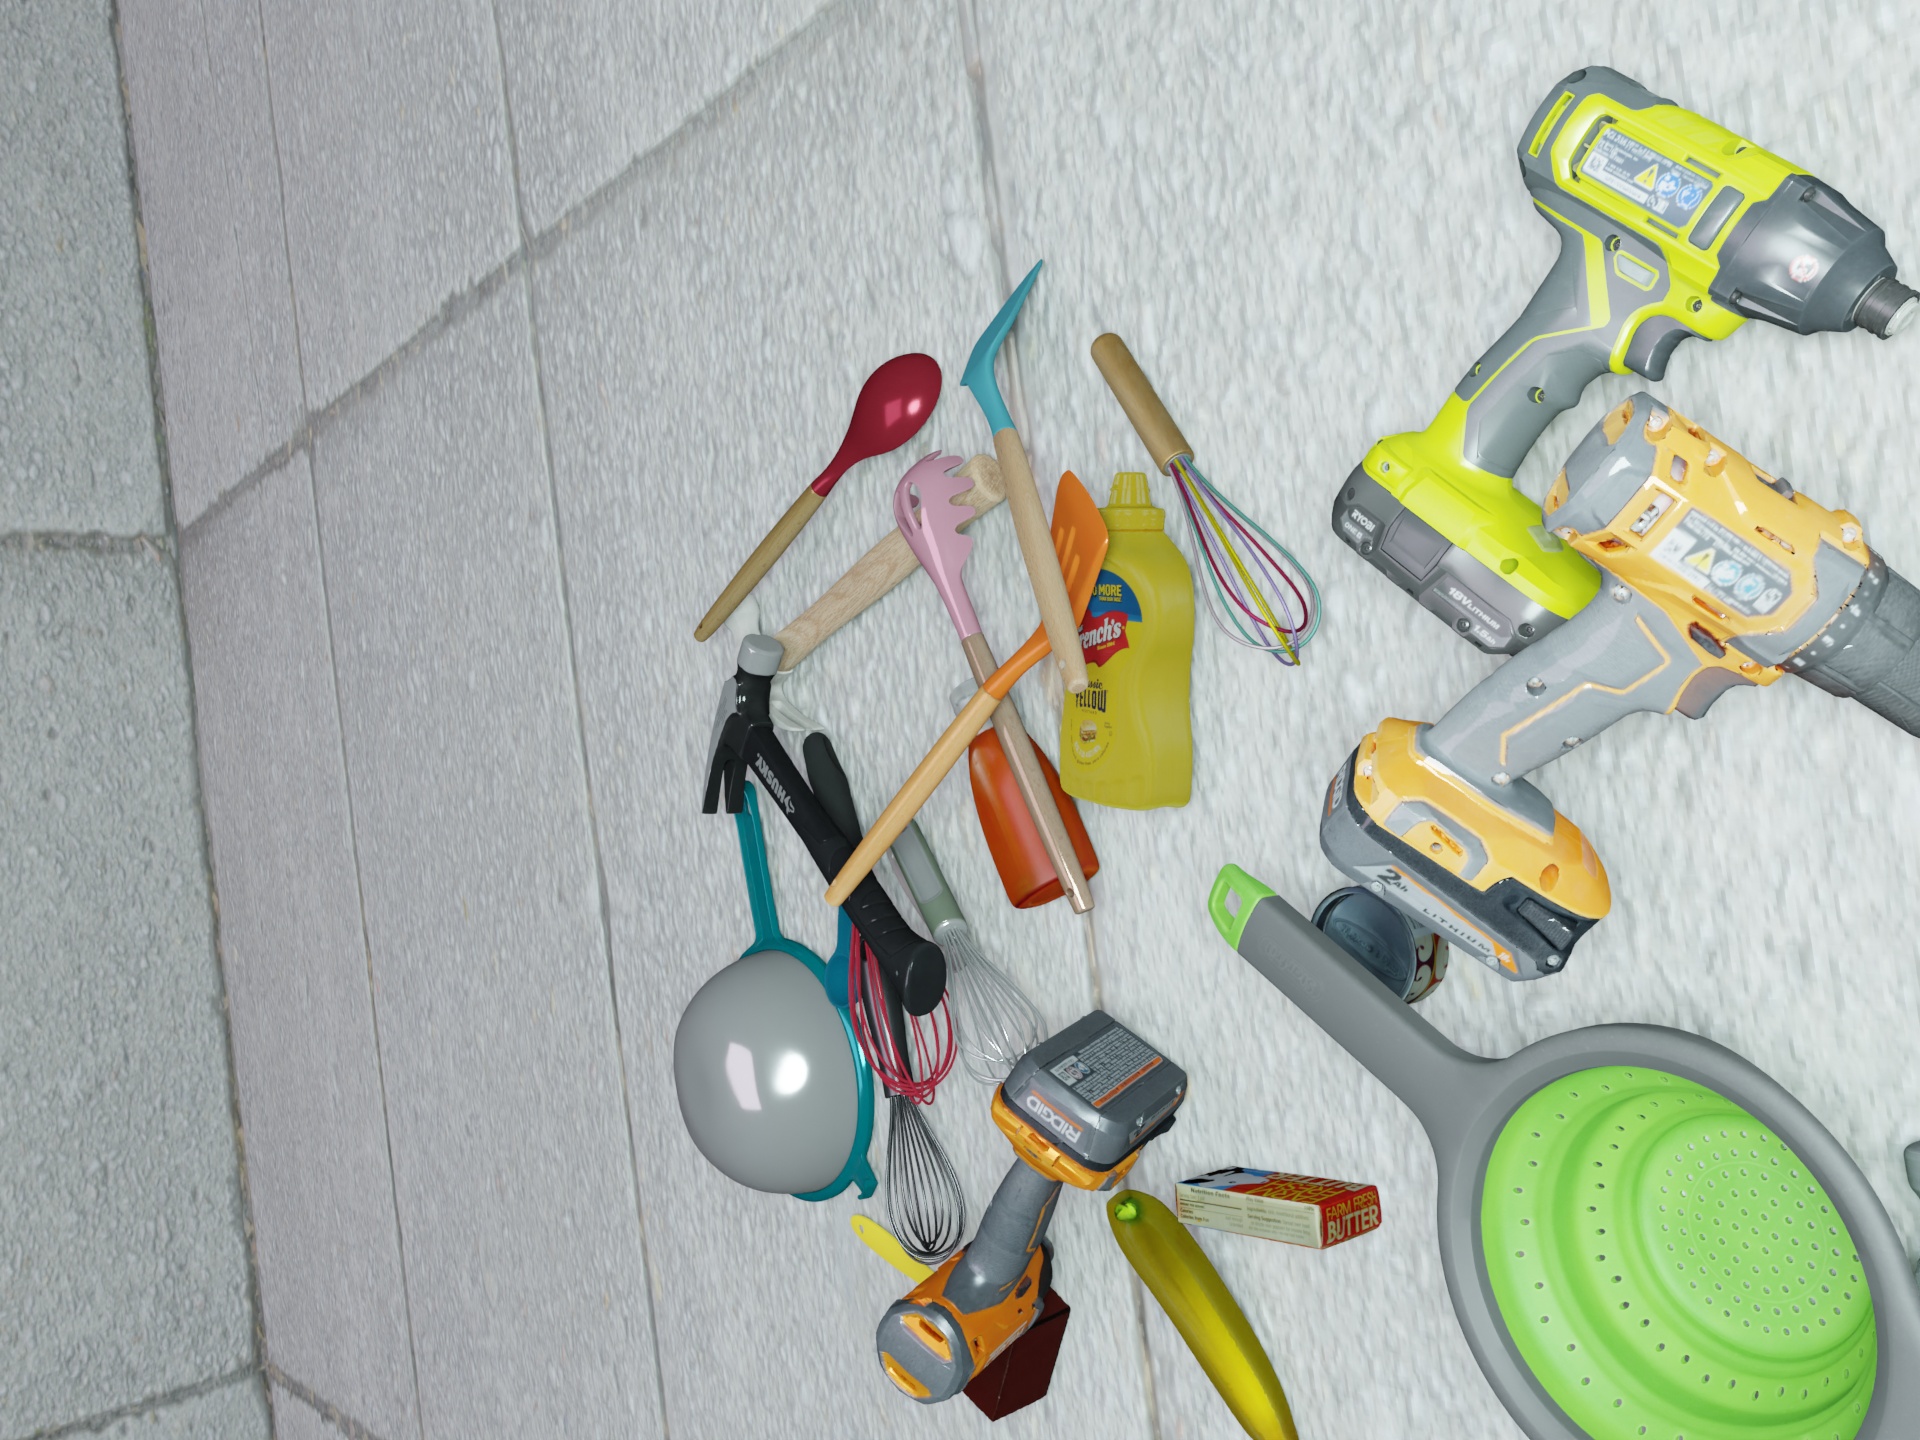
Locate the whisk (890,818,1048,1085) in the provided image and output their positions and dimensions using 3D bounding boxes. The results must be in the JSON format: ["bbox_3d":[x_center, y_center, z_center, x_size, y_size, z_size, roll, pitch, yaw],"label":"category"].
[{"bbox_3d":[-0.004,0.146,1.051,0.058,0.059,0.247,-31,43,1],"label":"whisk"}]

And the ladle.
[{"bbox_3d":[-0.116,-0.154,1.165,0.315,0.031,0.069,-44,50,37],"label":"ladle"}]

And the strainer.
[{"bbox_3d":[-0.176,0.220,1.255,0.211,0.095,0.340,-14,85,50],"label":"strainer"}]

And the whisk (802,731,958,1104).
[{"bbox_3d":[-0.066,0.135,1.141,0.073,0.073,0.296,-47,53,42],"label":"whisk"}]

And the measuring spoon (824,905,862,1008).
[{"bbox_3d":[-0.079,0.152,1.198,0.042,0.021,0.128,4,88,50],"label":"measuring spoon"}]

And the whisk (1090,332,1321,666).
[{"bbox_3d":[0.132,-0.130,0.891,0.051,0.047,0.245,-50,54,38],"label":"whisk"}]

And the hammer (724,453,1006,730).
[{"bbox_3d":[-0.074,-0.092,1.147,0.331,0.031,0.130,-34,68,46],"label":"hammer"}]

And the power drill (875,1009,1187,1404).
[{"bbox_3d":[0.047,0.292,0.967,0.084,0.164,0.226,34,111,22],"label":"power drill"}]

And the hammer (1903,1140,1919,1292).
[{"bbox_3d":[0.491,0.212,0.508,0.331,0.033,0.128,-11,85,50],"label":"hammer"}]

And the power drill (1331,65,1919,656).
[{"bbox_3d":[0.277,-0.143,0.691,0.171,0.080,0.223,47,125,30],"label":"power drill"}]

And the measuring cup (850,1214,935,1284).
[{"bbox_3d":[-0.041,0.407,1.164,0.157,0.029,0.062,23,111,45],"label":"measuring cup"}]

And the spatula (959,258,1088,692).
[{"bbox_3d":[0.042,-0.145,0.927,0.082,0.044,0.318,-46,44,40],"label":"spatula"}]

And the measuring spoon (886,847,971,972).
[{"bbox_3d":[-0.022,0.127,1.127,0.124,0.018,0.034,55,146,39],"label":"measuring spoon"}]

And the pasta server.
[{"bbox_3d":[0.023,-0.028,0.997,0.060,0.040,0.316,-37,70,45],"label":"pasta server"}]

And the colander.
[{"bbox_3d":[0.269,0.184,0.725,0.398,0.094,0.204,43,124,43],"label":"colander"}]

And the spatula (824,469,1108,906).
[{"bbox_3d":[-0.002,-0.003,0.966,0.322,0.041,0.081,-53,34,24],"label":"spatula"}]

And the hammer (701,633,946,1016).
[{"bbox_3d":[-0.100,0.085,1.114,0.335,0.035,0.146,50,128,44],"label":"hammer"}]

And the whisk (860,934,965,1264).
[{"bbox_3d":[-0.041,0.266,1.140,0.055,0.055,0.239,-31,66,47],"label":"whisk"}]

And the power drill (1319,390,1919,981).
[{"bbox_3d":[0.279,0.005,0.651,0.185,0.084,0.226,33,121,0],"label":"power drill"}]
